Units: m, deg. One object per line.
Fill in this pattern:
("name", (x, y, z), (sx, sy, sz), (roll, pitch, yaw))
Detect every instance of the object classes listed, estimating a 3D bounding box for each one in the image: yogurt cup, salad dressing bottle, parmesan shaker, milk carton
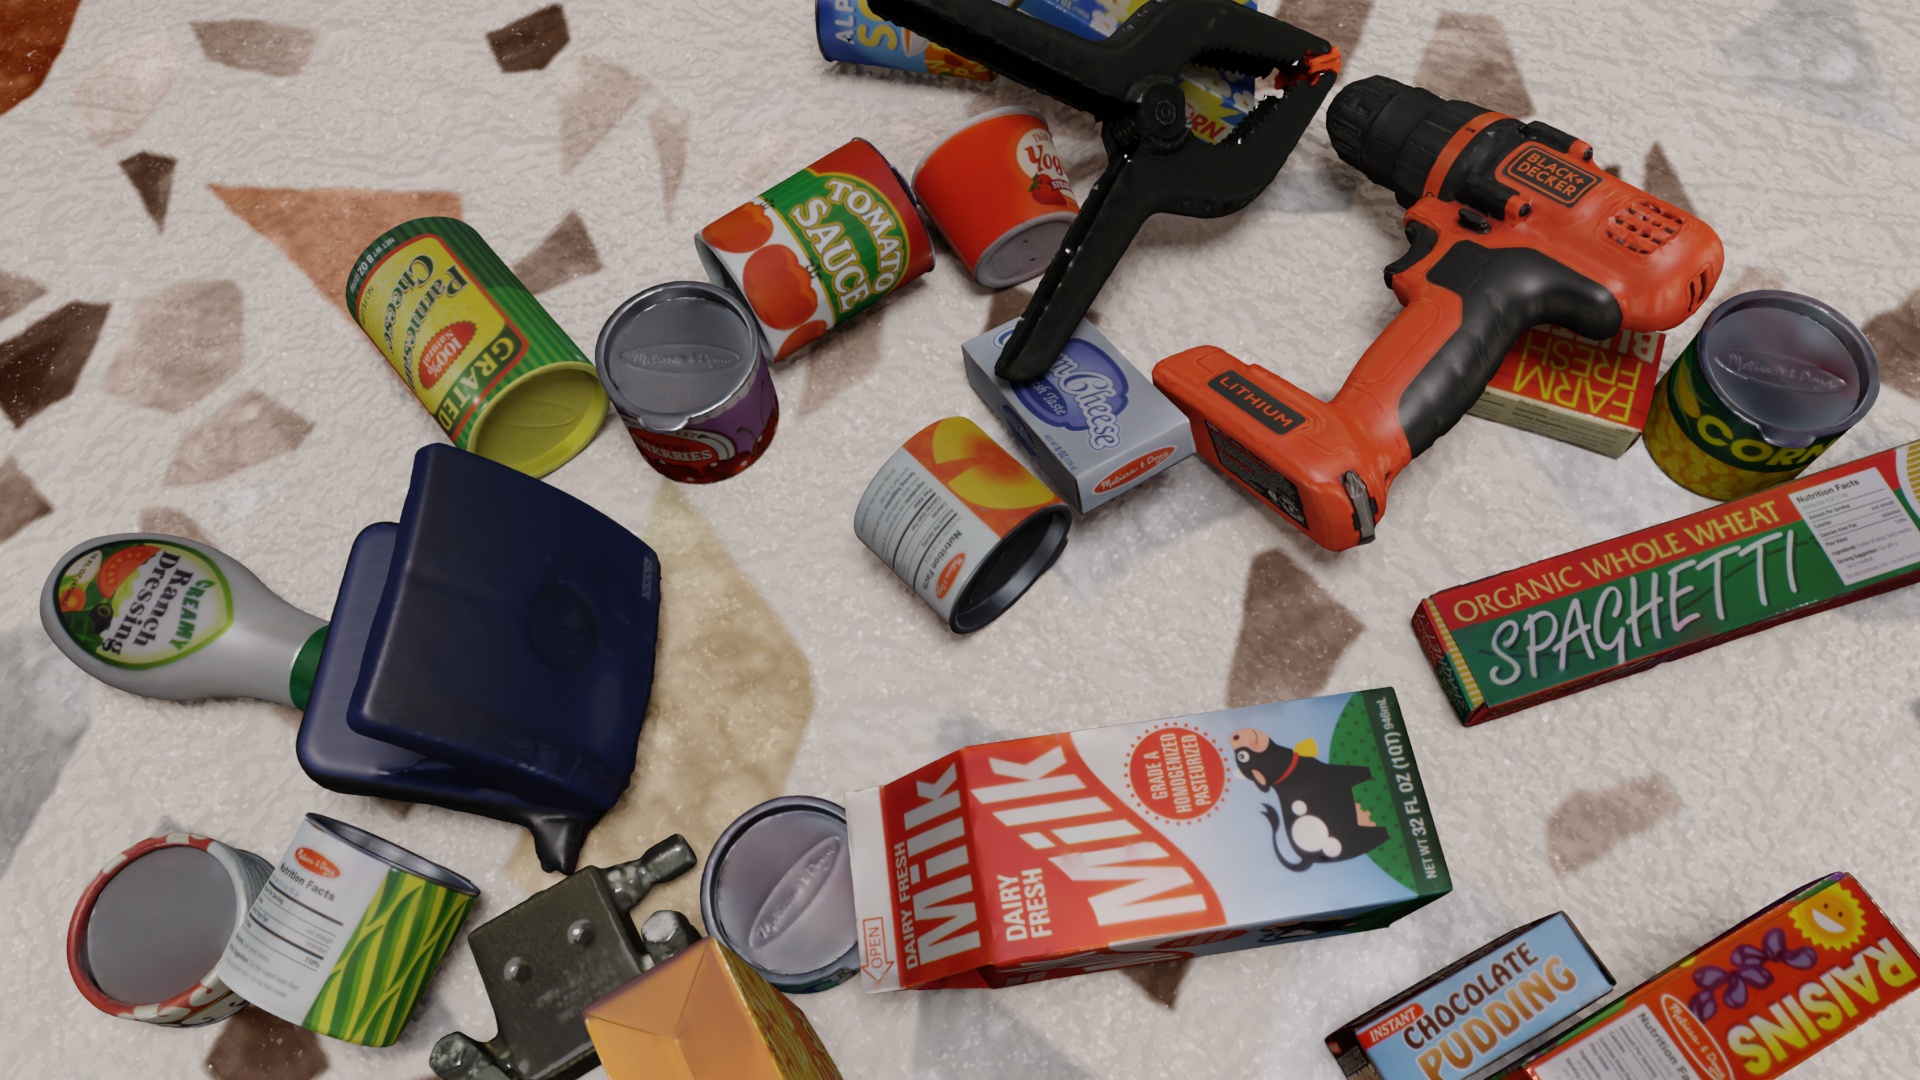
("yogurt cup", (0.019, -0.148, 0.612), (0.072, 0.072, 0.054), (-24, 74, -8))
("salad dressing bottle", (-0.285, 0.040, 0.549), (0.148, 0.043, 0.064), (15, 66, 9))
("parmesan shaker", (-0.207, -0.080, 0.590), (0.071, 0.071, 0.103), (-39, 69, -14))
("milk carton", (0.058, 0.107, 0.479), (0.191, 0.073, 0.072), (-7, 66, -3))

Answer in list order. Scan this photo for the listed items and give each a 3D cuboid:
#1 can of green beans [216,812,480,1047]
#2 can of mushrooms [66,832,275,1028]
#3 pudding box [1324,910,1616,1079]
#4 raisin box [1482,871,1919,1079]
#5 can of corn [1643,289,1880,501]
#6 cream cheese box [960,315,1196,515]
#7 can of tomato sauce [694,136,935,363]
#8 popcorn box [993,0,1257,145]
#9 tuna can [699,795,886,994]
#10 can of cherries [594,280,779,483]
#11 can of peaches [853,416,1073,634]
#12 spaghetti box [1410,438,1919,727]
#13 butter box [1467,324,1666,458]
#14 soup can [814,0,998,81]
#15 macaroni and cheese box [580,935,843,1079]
("can of green beans", (-0.213, 0.136, 0.486), (0.071, 0.071, 0.058), (22, 74, 13))
("can of mushrooms", (-0.286, 0.143, 0.507), (0.071, 0.033, 0.071), (-1, 65, 2))
("pudding box", (0.169, 0.159, 0.466), (0.084, 0.049, 0.030), (-26, 68, -8))
("raisin box", (0.228, 0.159, 0.443), (0.123, 0.085, 0.040), (-26, 62, -9))
("can of corn", (0.316, -0.054, 0.553), (0.071, 0.058, 0.071), (-1, 65, 2))
("cream cheese box", (0.046, -0.058, 0.570), (0.053, 0.024, 0.104), (-27, 46, -10))
("can of tomato sauce", (-0.063, -0.125, 0.601), (0.083, 0.071, 0.071), (-33, 68, -11))
("popcorn box", (0.076, -0.241, 0.632), (0.127, 0.038, 0.085), (20, 62, -25))
("tuna can", (-0.056, 0.130, 0.501), (0.071, 0.032, 0.071), (-1, 65, 3))
("can of cherries", (-0.113, -0.063, 0.581), (0.071, 0.058, 0.072), (-1, 65, 2))
("can of peaches", (0.002, -0.007, 0.546), (0.071, 0.071, 0.058), (-42, 69, -15))
("spaghetti box", (0.300, 0.011, 0.540), (0.250, 0.028, 0.050), (-17, 65, -5))
("butter box", (0.237, -0.076, 0.586), (0.103, 0.024, 0.053), (18, 68, 12))
("soup can", (-0.021, -0.258, 0.660), (0.084, 0.071, 0.071), (10, 66, 7))
("macaroni and cheese box", (-0.044, 0.189, 0.399), (0.040, 0.165, 0.124), (-29, 67, -10))
